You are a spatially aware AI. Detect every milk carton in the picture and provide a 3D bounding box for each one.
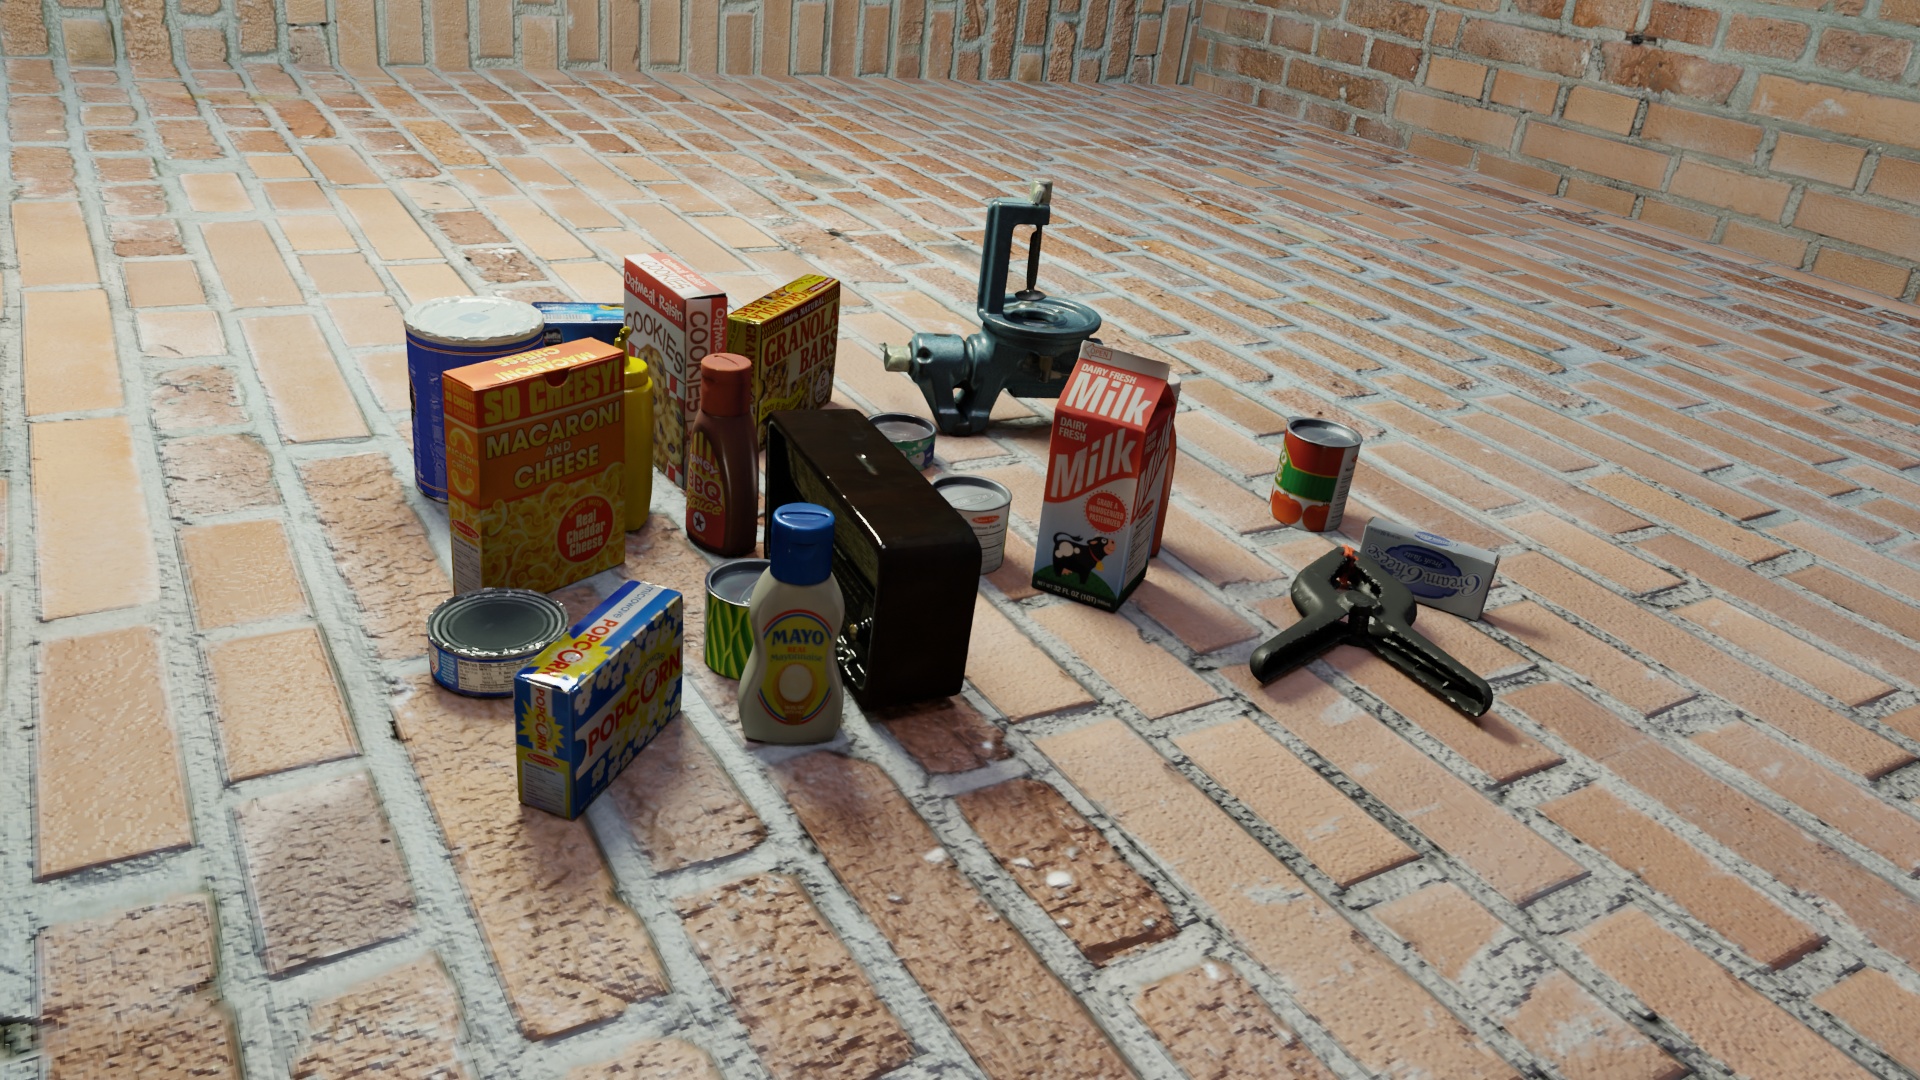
[{"bbox_3d":[0.110,-0.051,1.042,0.072,0.189,0.074,18,28,21],"label":"milk carton"}]

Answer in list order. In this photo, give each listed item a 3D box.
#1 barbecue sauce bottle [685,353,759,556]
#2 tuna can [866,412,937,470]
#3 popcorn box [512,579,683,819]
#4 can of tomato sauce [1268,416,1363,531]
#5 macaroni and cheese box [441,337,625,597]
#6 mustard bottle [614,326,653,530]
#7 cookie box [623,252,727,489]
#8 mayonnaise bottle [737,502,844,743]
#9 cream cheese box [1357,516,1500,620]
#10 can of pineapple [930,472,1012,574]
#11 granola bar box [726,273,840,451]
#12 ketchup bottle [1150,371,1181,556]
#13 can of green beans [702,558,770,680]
[{"bbox_3d":[-0.178,-0.066,1.046,0.044,0.147,0.065,-18,36,-41],"label":"barbecue sauce bottle"},{"bbox_3d":[-0.056,-0.088,1.250,0.071,0.032,0.071,6,26,-3],"label":"tuna can"},{"bbox_3d":[-0.206,0.088,0.802,0.038,0.084,0.127,14,27,13],"label":"popcorn box"},{"bbox_3d":[0.311,-0.059,1.228,0.071,0.082,0.071,6,26,-3],"label":"can of tomato sauce"},{"bbox_3d":[-0.289,-0.045,0.958,0.040,0.165,0.124,23,30,30],"label":"macaroni and cheese box"},{"bbox_3d":[-0.259,-0.088,1.059,0.049,0.159,0.065,3,26,-8],"label":"mustard bottle"},{"bbox_3d":[-0.241,-0.145,1.168,0.040,0.166,0.123,-12,32,-34],"label":"cookie box"},{"bbox_3d":[-0.099,0.051,0.833,0.065,0.147,0.041,2,26,-10],"label":"mayonnaise bottle"},{"bbox_3d":[0.372,0.022,1.113,0.104,0.053,0.024,19,28,23],"label":"cream cheese box"},{"bbox_3d":[0.004,-0.014,1.089,0.071,0.057,0.071,6,26,-3],"label":"can of pineapple"},{"bbox_3d":[-0.163,-0.165,1.277,0.039,0.123,0.166,14,27,15],"label":"granola bar box"},{"bbox_3d":[0.149,-0.064,1.124,0.043,0.148,0.065,-3,28,-19],"label":"ketchup bottle"},{"bbox_3d":[-0.137,0.052,0.922,0.071,0.057,0.071,6,26,-3],"label":"can of green beans"}]
